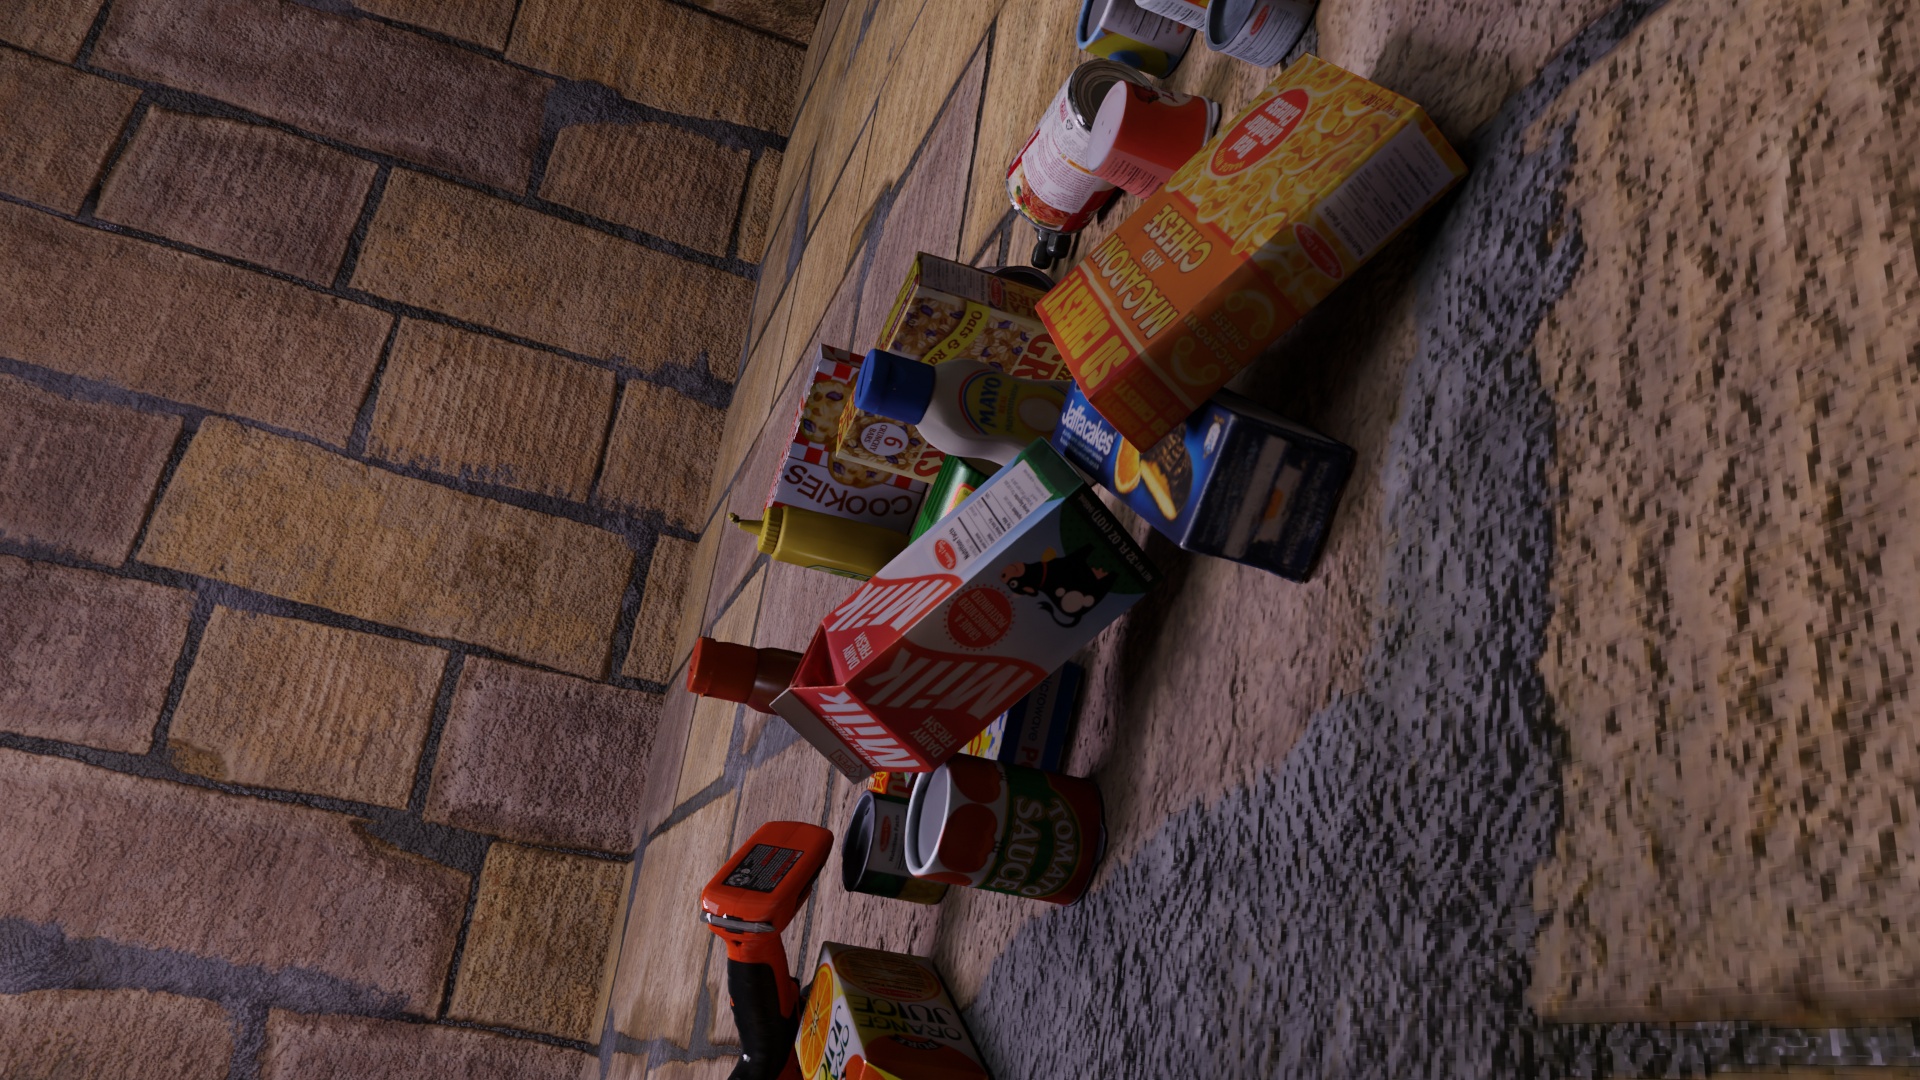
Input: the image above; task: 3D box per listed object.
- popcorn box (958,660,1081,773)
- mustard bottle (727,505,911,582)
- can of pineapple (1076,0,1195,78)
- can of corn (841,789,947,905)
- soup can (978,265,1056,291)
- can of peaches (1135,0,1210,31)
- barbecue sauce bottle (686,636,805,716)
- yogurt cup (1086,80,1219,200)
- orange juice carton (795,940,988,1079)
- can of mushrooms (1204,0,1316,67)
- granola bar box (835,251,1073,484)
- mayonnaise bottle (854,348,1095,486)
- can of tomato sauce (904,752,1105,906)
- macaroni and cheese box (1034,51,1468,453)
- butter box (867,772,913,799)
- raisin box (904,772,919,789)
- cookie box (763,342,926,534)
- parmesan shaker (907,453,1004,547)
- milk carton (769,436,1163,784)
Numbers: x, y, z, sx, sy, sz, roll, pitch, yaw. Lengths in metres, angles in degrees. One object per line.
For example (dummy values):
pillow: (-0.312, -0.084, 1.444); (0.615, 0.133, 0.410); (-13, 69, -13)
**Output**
popcorn box: (0.025, 0.124, 0.795); (0.085, 0.038, 0.126); (-179, 104, -73)
mustard bottle: (-0.119, 0.001, 1.170); (0.065, 0.160, 0.049); (166, 116, -73)
can of pineapple: (0.112, -0.334, 0.880); (0.071, 0.058, 0.071); (-164, 89, -74)
can of corn: (-0.041, 0.202, 0.911); (0.071, 0.058, 0.071); (-164, 89, -74)
soup can: (0.030, -0.159, 0.986); (0.084, 0.071, 0.071); (-141, 67, -73)
can of peaches: (0.138, -0.327, 0.784); (0.071, 0.058, 0.071); (-164, 89, -74)
barbecue sauce bottle: (-0.100, 0.095, 0.898); (0.064, 0.149, 0.044); (154, 128, -69)
yogurt cup: (0.108, -0.233, 0.808); (0.072, 0.054, 0.072); (-164, 89, -75)
orange juice carton: (-0.038, 0.304, 0.785); (0.193, 0.073, 0.071); (-149, 73, -73)
can of mushrooms: (0.158, -0.286, 0.726); (0.071, 0.033, 0.071); (-164, 89, -74)
granola bar box: (0.001, -0.105, 0.928); (0.164, 0.124, 0.039); (122, 157, -45)
mayonnaise bottle: (0.013, -0.075, 0.815); (0.041, 0.148, 0.065); (144, 138, -66)
can of tomato sauce: (0.022, 0.146, 0.706); (0.071, 0.083, 0.071); (-164, 89, -74)
macaroni and cheese box: (0.115, -0.126, 0.595); (0.166, 0.040, 0.124); (-42, 26, 14)
butter box: (-0.052, 0.184, 1.025); (0.053, 0.024, 0.103); (161, 122, -72)
raisin box: (-0.010, 0.098, 0.938); (0.124, 0.040, 0.085); (-102, 30, -55)
cookie box: (-0.088, -0.074, 1.199); (0.040, 0.123, 0.166); (-104, 32, -61)
parmesan shaker: (0.003, -0.012, 0.931); (0.071, 0.071, 0.102); (-103, 32, -58)
milk carton: (-0.002, 0.043, 0.694); (0.190, 0.072, 0.074); (-40, 26, 3)
